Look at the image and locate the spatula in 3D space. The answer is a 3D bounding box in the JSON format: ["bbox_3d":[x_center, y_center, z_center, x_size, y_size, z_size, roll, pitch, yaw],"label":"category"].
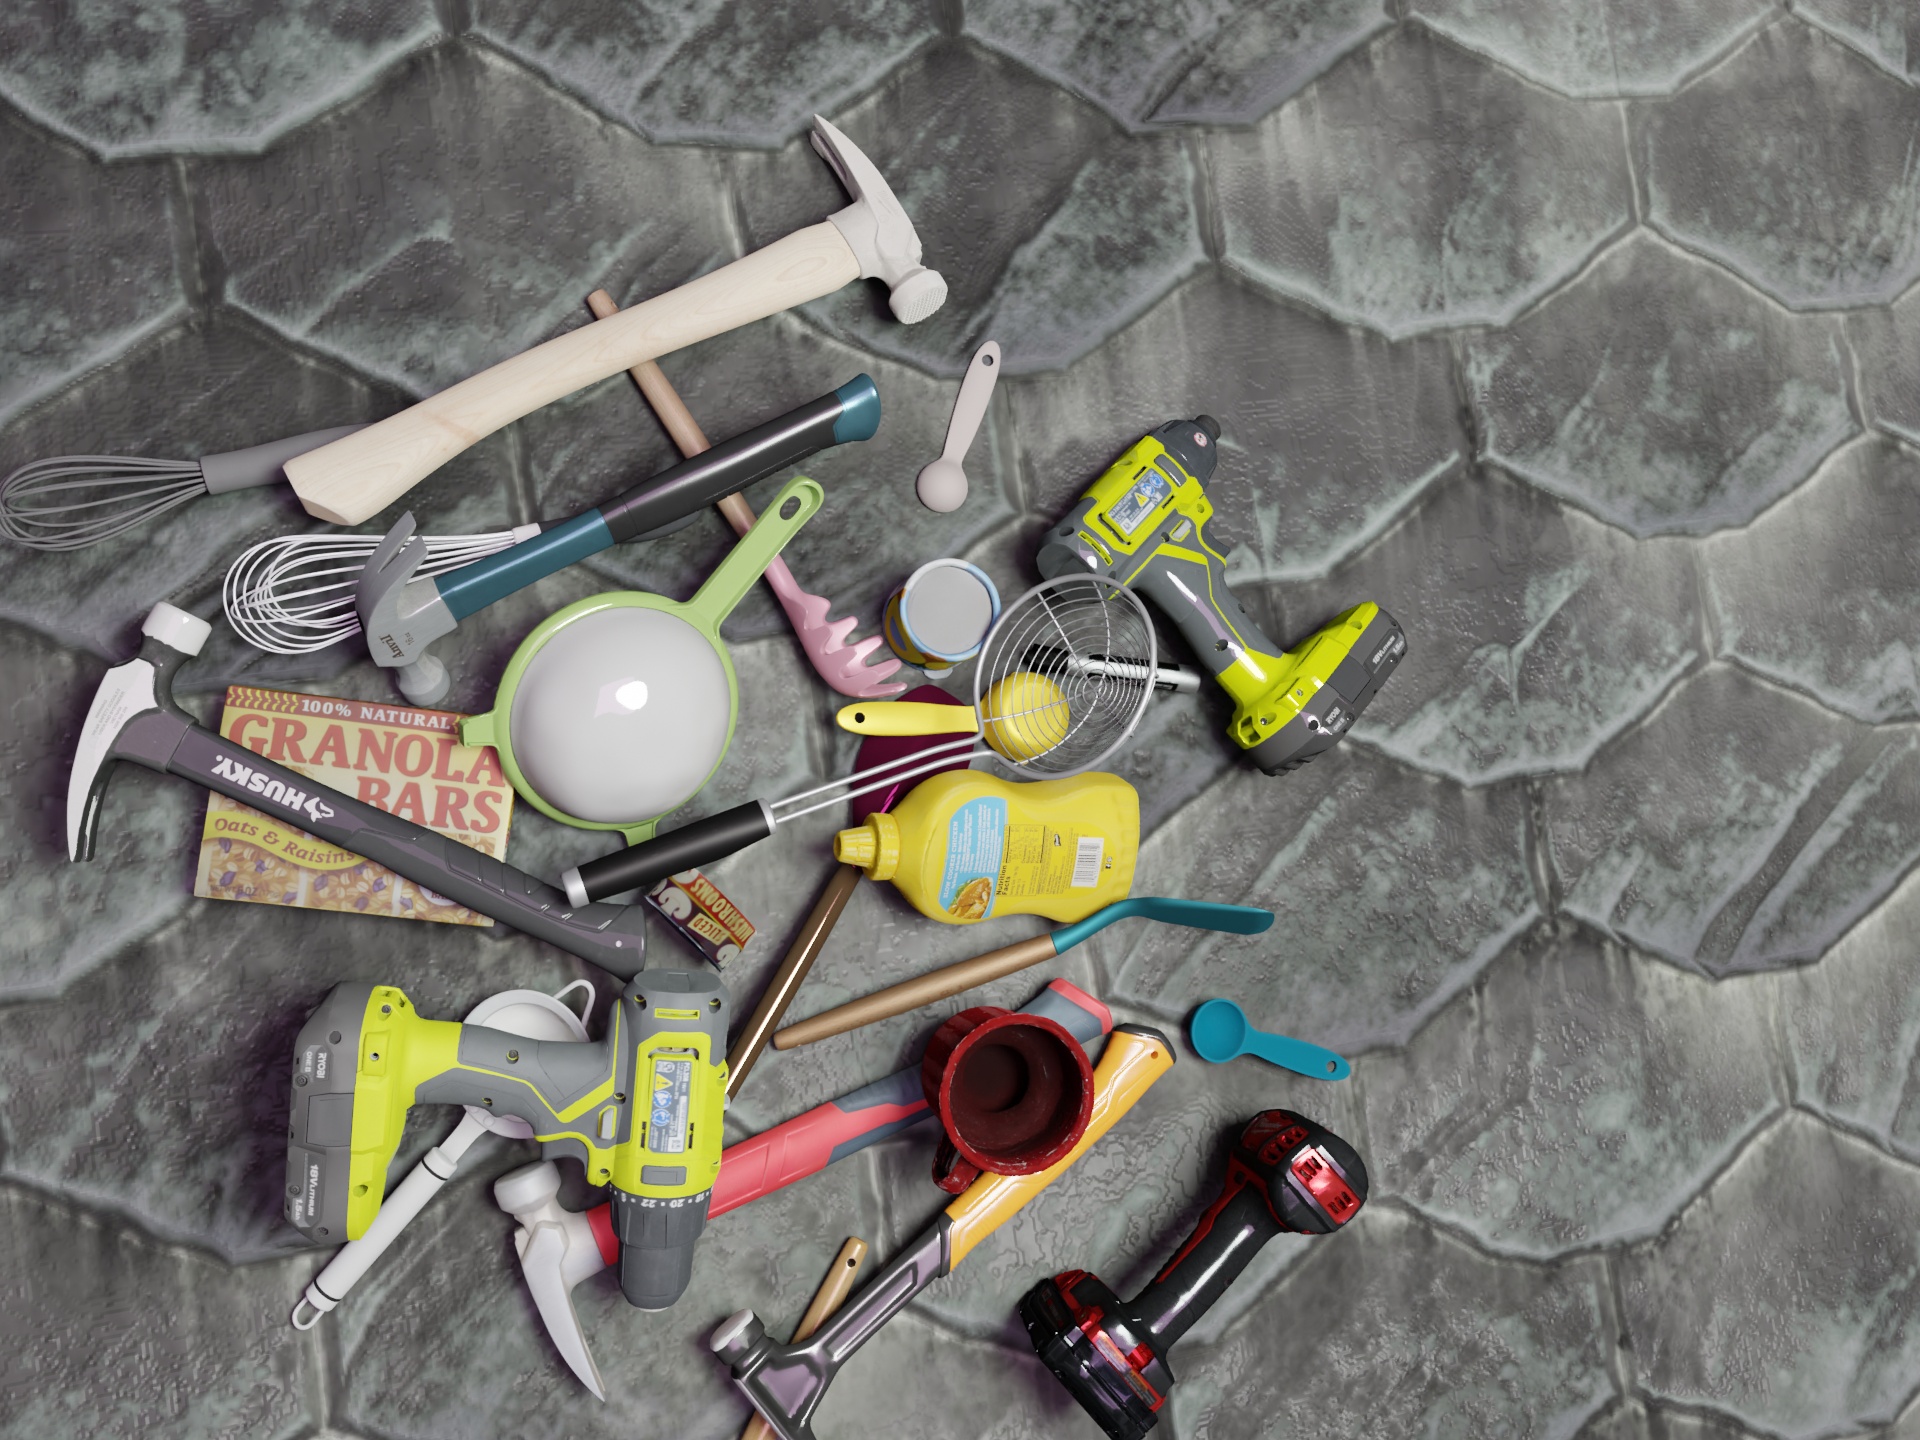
[{"bbox_3d":[0.037,0.158,0.991,0.317,0.082,0.044,-19,73,-1],"label":"spatula"}]

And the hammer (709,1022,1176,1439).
[{"bbox_3d":[0.012,0.316,0.990,0.337,0.034,0.127,-39,95,-17],"label":"hammer"}]

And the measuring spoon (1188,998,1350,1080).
[{"bbox_3d":[0.205,0.219,1.067,0.128,0.021,0.042,21,80,-20],"label":"measuring spoon"}]

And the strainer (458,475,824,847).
[{"bbox_3d":[-0.157,-0.036,0.932,0.256,0.069,0.151,-51,125,-3],"label":"strainer"}]

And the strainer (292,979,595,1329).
[{"bbox_3d":[-0.300,0.252,0.933,0.087,0.050,0.258,41,84,6],"label":"strainer"}]

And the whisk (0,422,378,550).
[{"bbox_3d":[-0.440,-0.144,0.931,0.239,0.055,0.055,-15,89,-17],"label":"whisk"}]

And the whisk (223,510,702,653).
[{"bbox_3d":[-0.292,-0.098,0.959,0.284,0.070,0.070,-16,89,-19],"label":"whisk"}]

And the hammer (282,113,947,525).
[{"bbox_3d":[-0.216,-0.237,0.973,0.410,0.038,0.146,-29,81,-16],"label":"hammer"}]

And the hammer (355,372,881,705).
[{"bbox_3d":[-0.196,-0.120,0.936,0.331,0.128,0.033,-27,61,-11],"label":"hammer"}]

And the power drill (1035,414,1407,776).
[{"bbox_3d":[0.178,-0.088,1.046,0.223,0.080,0.171,45,61,-3],"label":"power drill"}]

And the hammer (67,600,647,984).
[{"bbox_3d":[-0.331,0.071,0.902,0.334,0.035,0.146,27,80,-10],"label":"hammer"}]

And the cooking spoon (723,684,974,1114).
[{"bbox_3d":[-0.080,0.114,0.989,0.068,0.017,0.319,33,71,-9],"label":"cooking spoon"}]

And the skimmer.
[{"bbox_3d":[-0.058,0.018,0.918,0.363,0.090,0.127,-20,56,-14],"label":"skimmer"}]

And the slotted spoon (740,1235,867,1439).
[{"bbox_3d":[-0.133,0.460,0.960,0.070,0.031,0.314,30,78,-9],"label":"slotted spoon"}]

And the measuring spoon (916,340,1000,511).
[{"bbox_3d":[0.004,-0.197,1.051,0.034,0.018,0.124,20,80,-10],"label":"measuring spoon"}]

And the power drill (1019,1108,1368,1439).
[{"bbox_3d":[0.146,0.328,0.984,0.219,0.143,0.078,-41,91,-6],"label":"power drill"}]

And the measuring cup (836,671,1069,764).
[{"bbox_3d":[-0.002,-0.003,1.015,0.156,0.029,0.062,0,81,-24],"label":"measuring cup"}]

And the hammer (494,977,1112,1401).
[{"bbox_3d":[-0.076,0.270,0.983,0.386,0.038,0.143,-21,92,-14],"label":"hammer"}]

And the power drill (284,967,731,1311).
[{"bbox_3d":[-0.245,0.233,0.884,0.228,0.080,0.190,5,96,-11],"label":"power drill"}]

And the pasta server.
[{"bbox_3d":[-0.138,-0.141,1.004,0.040,0.060,0.316,-33,90,16],"label":"pasta server"}]
